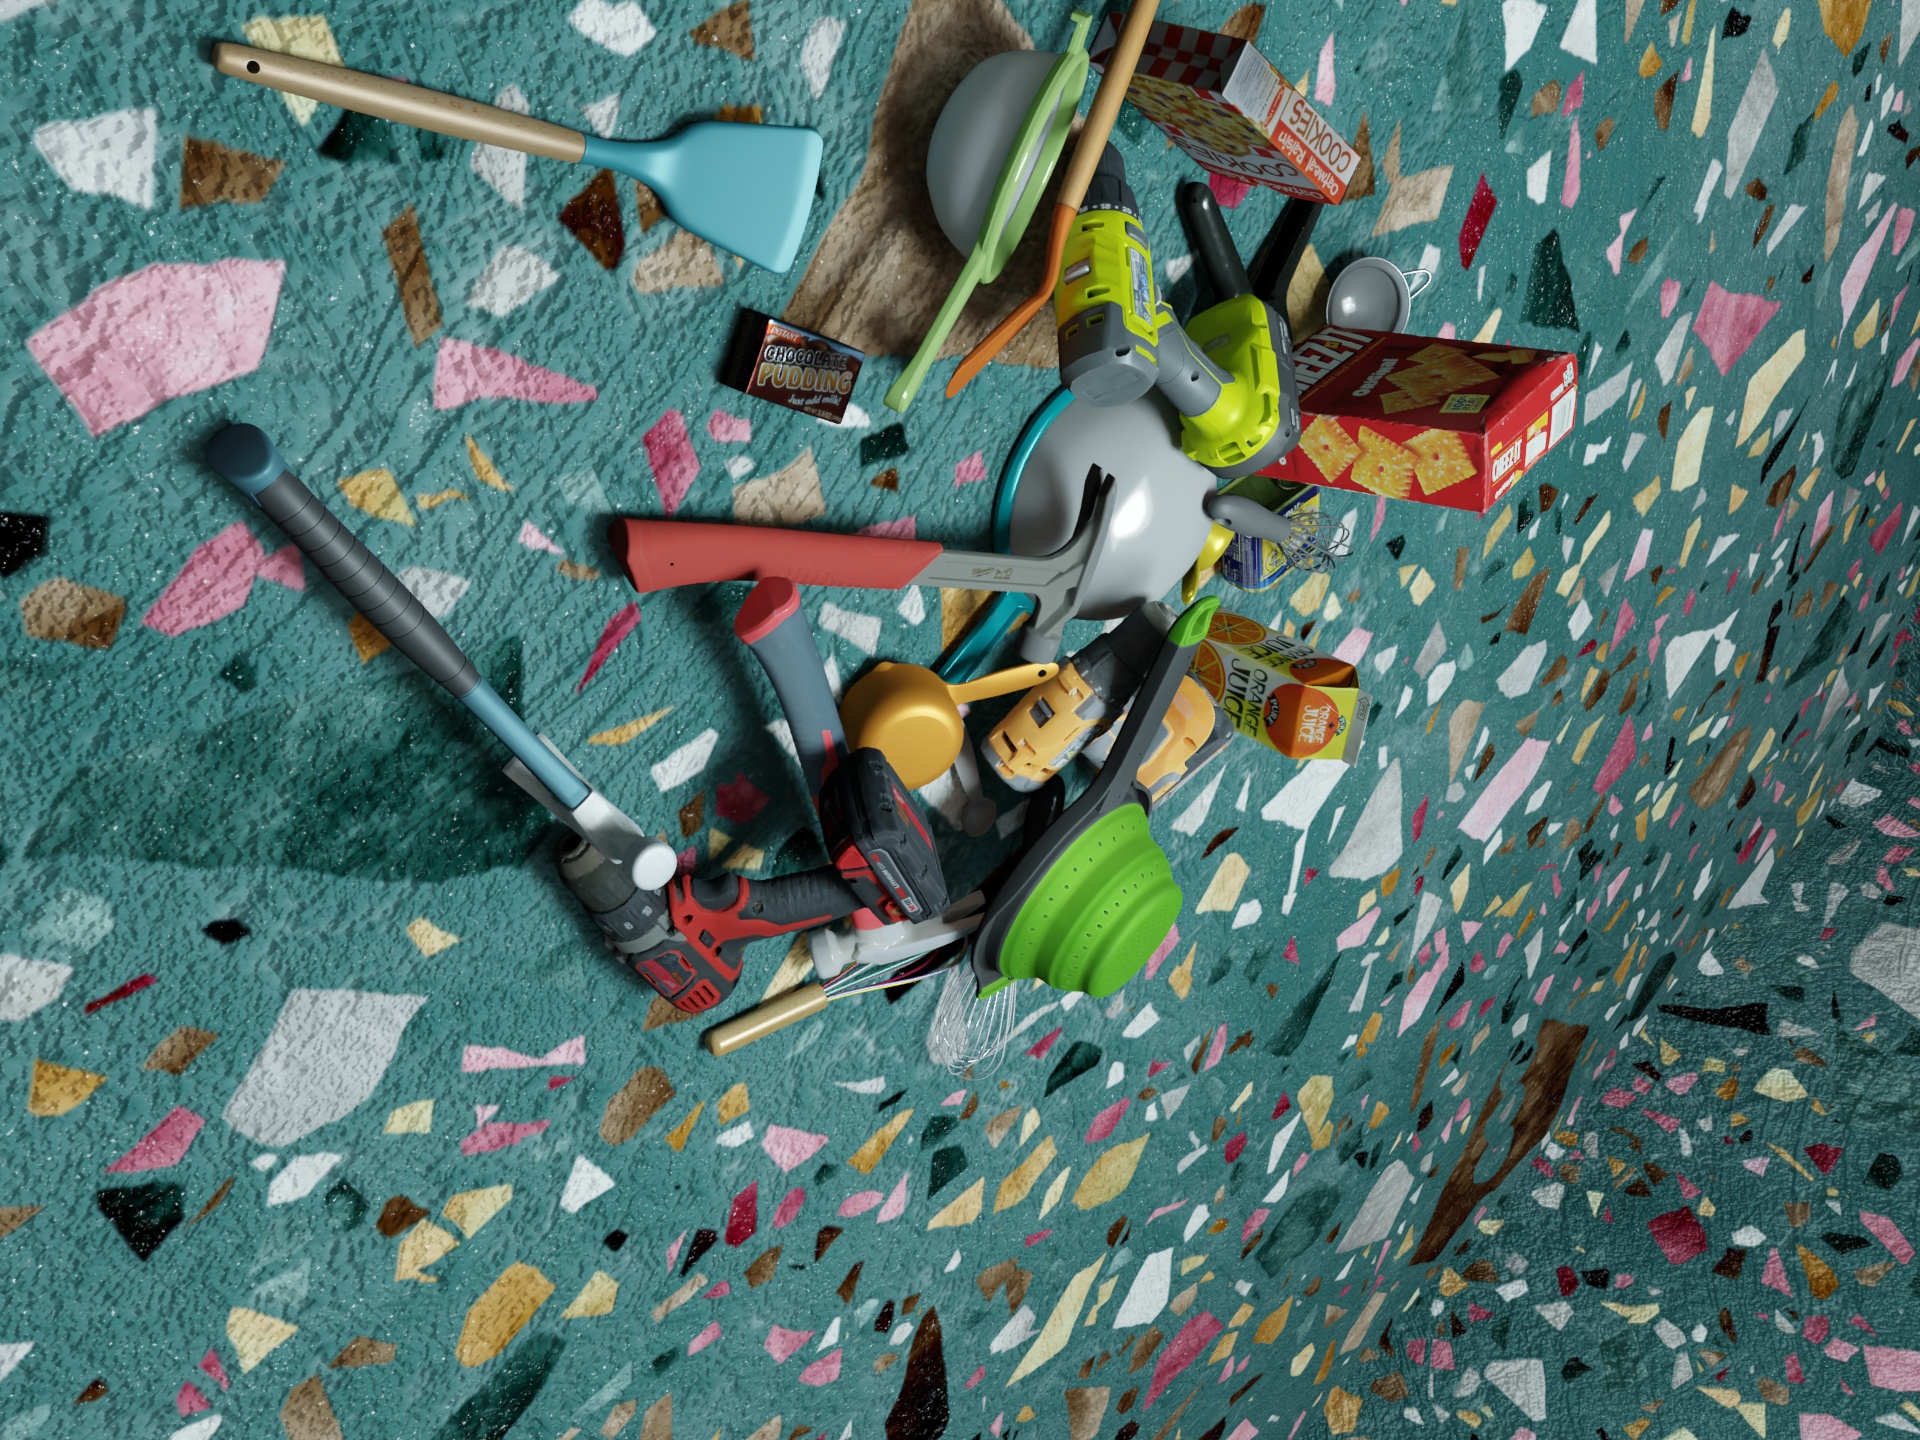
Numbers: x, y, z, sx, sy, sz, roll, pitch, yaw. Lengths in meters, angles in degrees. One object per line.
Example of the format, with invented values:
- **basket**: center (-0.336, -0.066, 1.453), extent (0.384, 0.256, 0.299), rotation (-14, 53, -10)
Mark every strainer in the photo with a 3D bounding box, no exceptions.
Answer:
- **strainer**: center (0.092, -0.111, 1.212), extent (0.340, 0.095, 0.210), rotation (-52, 141, -10)
- **strainer**: center (0.289, -0.312, 1.334), extent (0.258, 0.050, 0.086), rotation (-36, 117, -17)
- **strainer**: center (-0.004, -0.308, 0.975), extent (0.256, 0.069, 0.151), rotation (-63, 179, -12)

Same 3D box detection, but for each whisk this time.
- **whisk**: center (0.041, 0.181, 1.381), extent (0.070, 0.070, 0.284), rotation (7, 104, -48)
- **whisk**: center (-0.096, 0.208, 1.273), extent (0.245, 0.051, 0.047), rotation (-21, 107, -32)
- **whisk**: center (0.260, -0.154, 1.291), extent (0.238, 0.055, 0.055), rotation (5, 110, -55)

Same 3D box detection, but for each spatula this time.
- **spatula**: center (-0.212, -0.298, 0.812), extent (0.317, 0.044, 0.082), rotation (-3, 120, -44)
- **spatula**: center (0.068, -0.352, 1.012), extent (0.081, 0.041, 0.322), rotation (-111, -138, -87)

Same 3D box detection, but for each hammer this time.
- **hammer**: center (-0.056, -0.113, 1.049), extent (0.359, 0.037, 0.149), rotation (1, 119, -35)
- **hammer**: center (-0.072, 0.046, 1.115), extent (0.143, 0.038, 0.385), rotation (-17, 137, -5)
- **hammer**: center (-0.281, -0.030, 0.873), extent (0.033, 0.128, 0.330), rotation (-47, 131, -15)

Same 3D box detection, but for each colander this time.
- **colander**: center (0.136, 0.088, 1.223), extent (0.204, 0.095, 0.396), rotation (-22, 143, -48)

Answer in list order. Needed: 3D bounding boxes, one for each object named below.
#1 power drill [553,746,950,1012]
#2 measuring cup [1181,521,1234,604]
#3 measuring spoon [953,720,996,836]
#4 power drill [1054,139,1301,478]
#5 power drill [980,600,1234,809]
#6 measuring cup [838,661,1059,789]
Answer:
- **power drill**: center (-0.141, 0.102, 1.064), extent (0.226, 0.080, 0.187), rotation (-23, 136, 8)
- **measuring cup**: center (0.199, -0.126, 1.294), extent (0.062, 0.029, 0.157), rotation (-53, -170, 32)
- **measuring spoon**: center (0.002, 0.042, 1.286), extent (0.034, 0.018, 0.124), rotation (-35, 129, -26)
- **power drill**: center (0.144, -0.282, 1.111), extent (0.228, 0.080, 0.191), rotation (22, 58, -46)
- **power drill**: center (0.140, -0.010, 1.292), extent (0.185, 0.084, 0.226), rotation (-45, 151, 19)
- **measuring cup**: center (-0.002, -0.004, 1.167), extent (0.173, 0.052, 0.095), rotation (-17, 127, -8)
